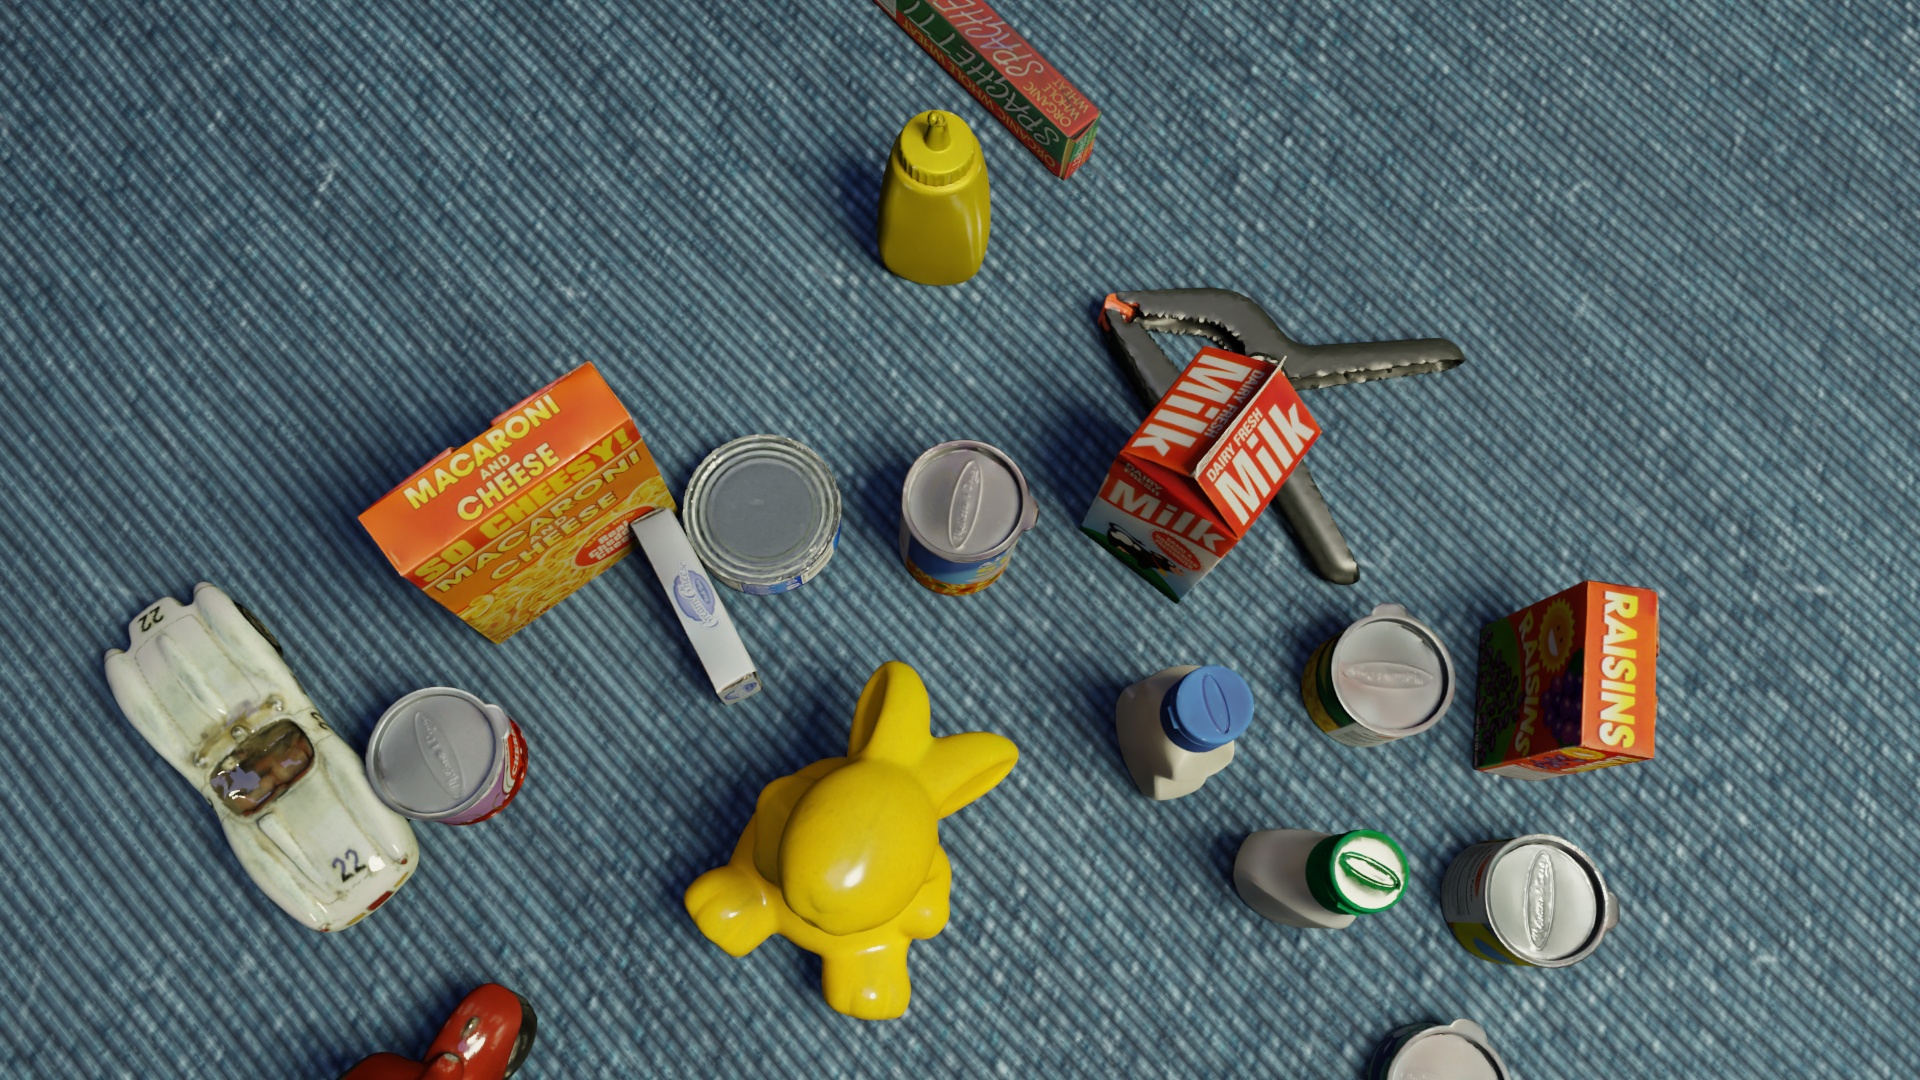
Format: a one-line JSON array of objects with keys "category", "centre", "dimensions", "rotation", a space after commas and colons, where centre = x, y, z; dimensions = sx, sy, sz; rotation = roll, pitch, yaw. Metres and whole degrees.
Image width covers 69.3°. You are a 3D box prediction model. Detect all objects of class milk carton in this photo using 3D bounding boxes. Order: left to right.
[{"category": "milk carton", "centre": [0.121, -0.034, 0.710], "dimensions": [0.073, 0.190, 0.072], "rotation": [38, 76, 7]}]

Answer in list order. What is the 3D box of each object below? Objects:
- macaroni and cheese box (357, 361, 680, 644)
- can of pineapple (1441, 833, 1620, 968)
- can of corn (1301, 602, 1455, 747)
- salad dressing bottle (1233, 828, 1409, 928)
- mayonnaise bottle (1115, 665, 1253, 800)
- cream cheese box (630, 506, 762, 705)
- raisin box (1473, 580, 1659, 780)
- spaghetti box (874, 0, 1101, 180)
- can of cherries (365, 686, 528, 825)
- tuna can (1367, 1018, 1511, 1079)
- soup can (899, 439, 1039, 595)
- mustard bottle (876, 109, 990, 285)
[{"category": "macaroni and cheese box", "centre": [-0.212, -0.013, 0.695], "dimensions": [0.124, 0.166, 0.040], "rotation": [-37, 80, -12]}, {"category": "can of pineapple", "centre": [0.296, 0.190, 0.727], "dimensions": [0.071, 0.057, 0.071], "rotation": [1, 75, -3]}, {"category": "can of corn", "centre": [0.225, 0.074, 0.755], "dimensions": [0.071, 0.058, 0.071], "rotation": [1, 75, -3]}, {"category": "salad dressing bottle", "centre": [0.176, 0.164, 0.680], "dimensions": [0.064, 0.147, 0.044], "rotation": [27, 75, 4]}, {"category": "mayonnaise bottle", "centre": [0.111, 0.093, 0.696], "dimensions": [0.041, 0.147, 0.065], "rotation": [-14, 76, -7]}, {"category": "cream cheese box", "centre": [-0.140, 0.036, 0.744], "dimensions": [0.024, 0.053, 0.104], "rotation": [-28, 78, -10]}, {"category": "raisin box", "centre": [0.314, 0.077, 0.726], "dimensions": [0.040, 0.123, 0.086], "rotation": [10, 74, -1]}, {"category": "spaghetti box", "centre": [-0.011, -0.322, 0.855], "dimensions": [0.029, 0.050, 0.250], "rotation": [-42, 81, -13]}, {"category": "can of cherries", "centre": [-0.259, 0.111, 0.713], "dimensions": [0.071, 0.058, 0.071], "rotation": [1, 75, -3]}, {"category": "tuna can", "centre": [0.246, 0.280, 0.712], "dimensions": [0.071, 0.032, 0.071], "rotation": [1, 74, -3]}, {"category": "soup can", "centre": [0.003, -0.009, 0.751], "dimensions": [0.071, 0.083, 0.071], "rotation": [1, 75, -3]}, {"category": "mustard bottle", "centre": [-0.013, -0.193, 0.761], "dimensions": [0.065, 0.159, 0.049], "rotation": [7, 75, -2]}]
